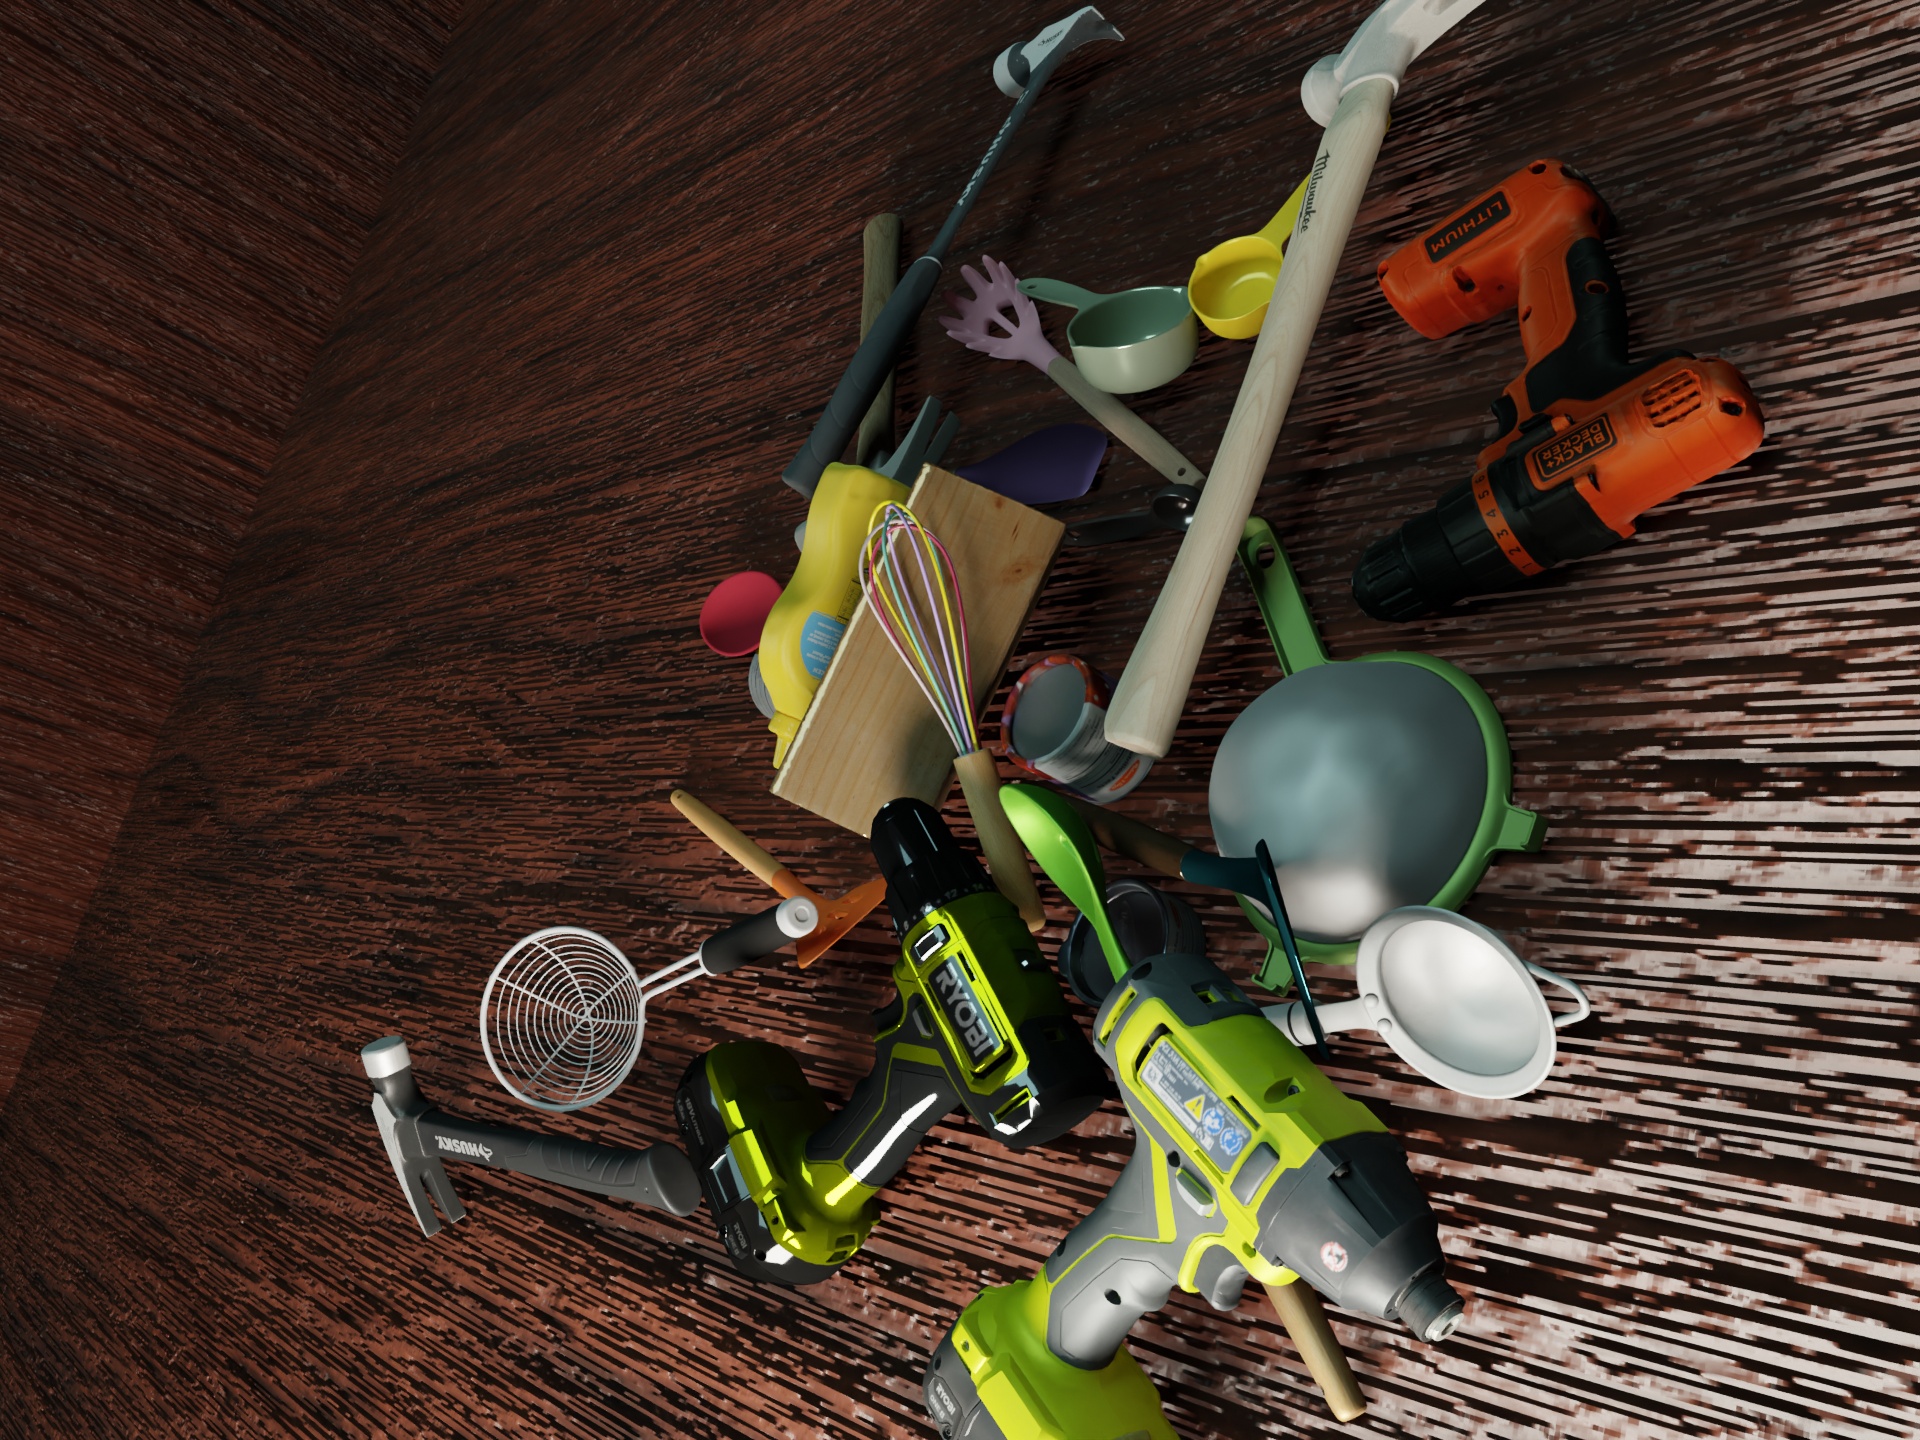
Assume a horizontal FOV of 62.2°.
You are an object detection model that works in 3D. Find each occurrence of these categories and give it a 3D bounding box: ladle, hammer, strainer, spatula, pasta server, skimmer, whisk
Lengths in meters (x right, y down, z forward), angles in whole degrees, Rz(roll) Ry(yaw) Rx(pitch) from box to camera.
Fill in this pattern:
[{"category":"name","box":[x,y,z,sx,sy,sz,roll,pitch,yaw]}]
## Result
[{"category":"ladle","box":[-0.083,-0.078,1.108,0.315,0.031,0.069,1,72,49]},{"category":"hammer","box":[-0.012,-0.325,1.101,0.149,0.036,0.409,3,63,62]},{"category":"strainer","box":[0.156,0.125,0.680,0.258,0.050,0.087,-22,96,46]},{"category":"spatula","box":[-0.132,0.090,1.050,0.081,0.041,0.323,-40,31,-16]},{"category":"spatula","box":[0.086,0.065,0.736,0.044,0.082,0.318,-26,16,-17]},{"category":"hammer","box":[-0.058,-0.266,1.169,0.130,0.031,0.332,-29,44,31]},{"category":"pasta server","box":[0.068,-0.216,1.001,0.060,0.040,0.317,-51,39,12]},{"category":"hammer","box":[-0.296,0.301,1.088,0.335,0.035,0.146,-4,103,40]},{"category":"hammer","box":[0.161,-0.177,0.802,0.146,0.038,0.411,175,116,-76]},{"category":"spatula","box":[-0.015,-0.166,1.086,0.316,0.018,0.060,4,67,50]},{"category":"skimmer","box":[-0.208,0.168,1.010,0.363,0.090,0.127,-30,70,52]},{"category":"strainer","box":[0.155,-0.013,0.743,0.151,0.069,0.257,-38,45,30]},{"category":"whisk","box":[-0.002,-0.002,0.860,0.047,0.051,0.245,-19,89,22]}]

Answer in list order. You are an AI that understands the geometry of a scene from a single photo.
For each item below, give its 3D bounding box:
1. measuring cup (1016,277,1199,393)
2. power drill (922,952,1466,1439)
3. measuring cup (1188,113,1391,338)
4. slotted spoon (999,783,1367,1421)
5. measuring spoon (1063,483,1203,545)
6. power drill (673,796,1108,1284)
[{"category":"measuring cup","box":[0.083,-0.241,0.977,0.083,0.038,0.168,-30,35,-14]},{"category":"power drill","box":[0.085,0.228,0.624,0.171,0.080,0.223,46,118,41]},{"category":"measuring cup","box":[0.194,-0.280,0.905,0.156,0.029,0.062,-48,53,-1]},{"category":"slotted spoon","box":[0.093,0.151,0.700,0.031,0.070,0.314,-22,59,-7]},{"category":"measuring spoon","box":[0.098,-0.118,0.914,0.124,0.034,0.018,-5,55,54]},{"category":"power drill","box":[-0.047,0.171,0.840,0.228,0.080,0.191,-44,58,24]}]
